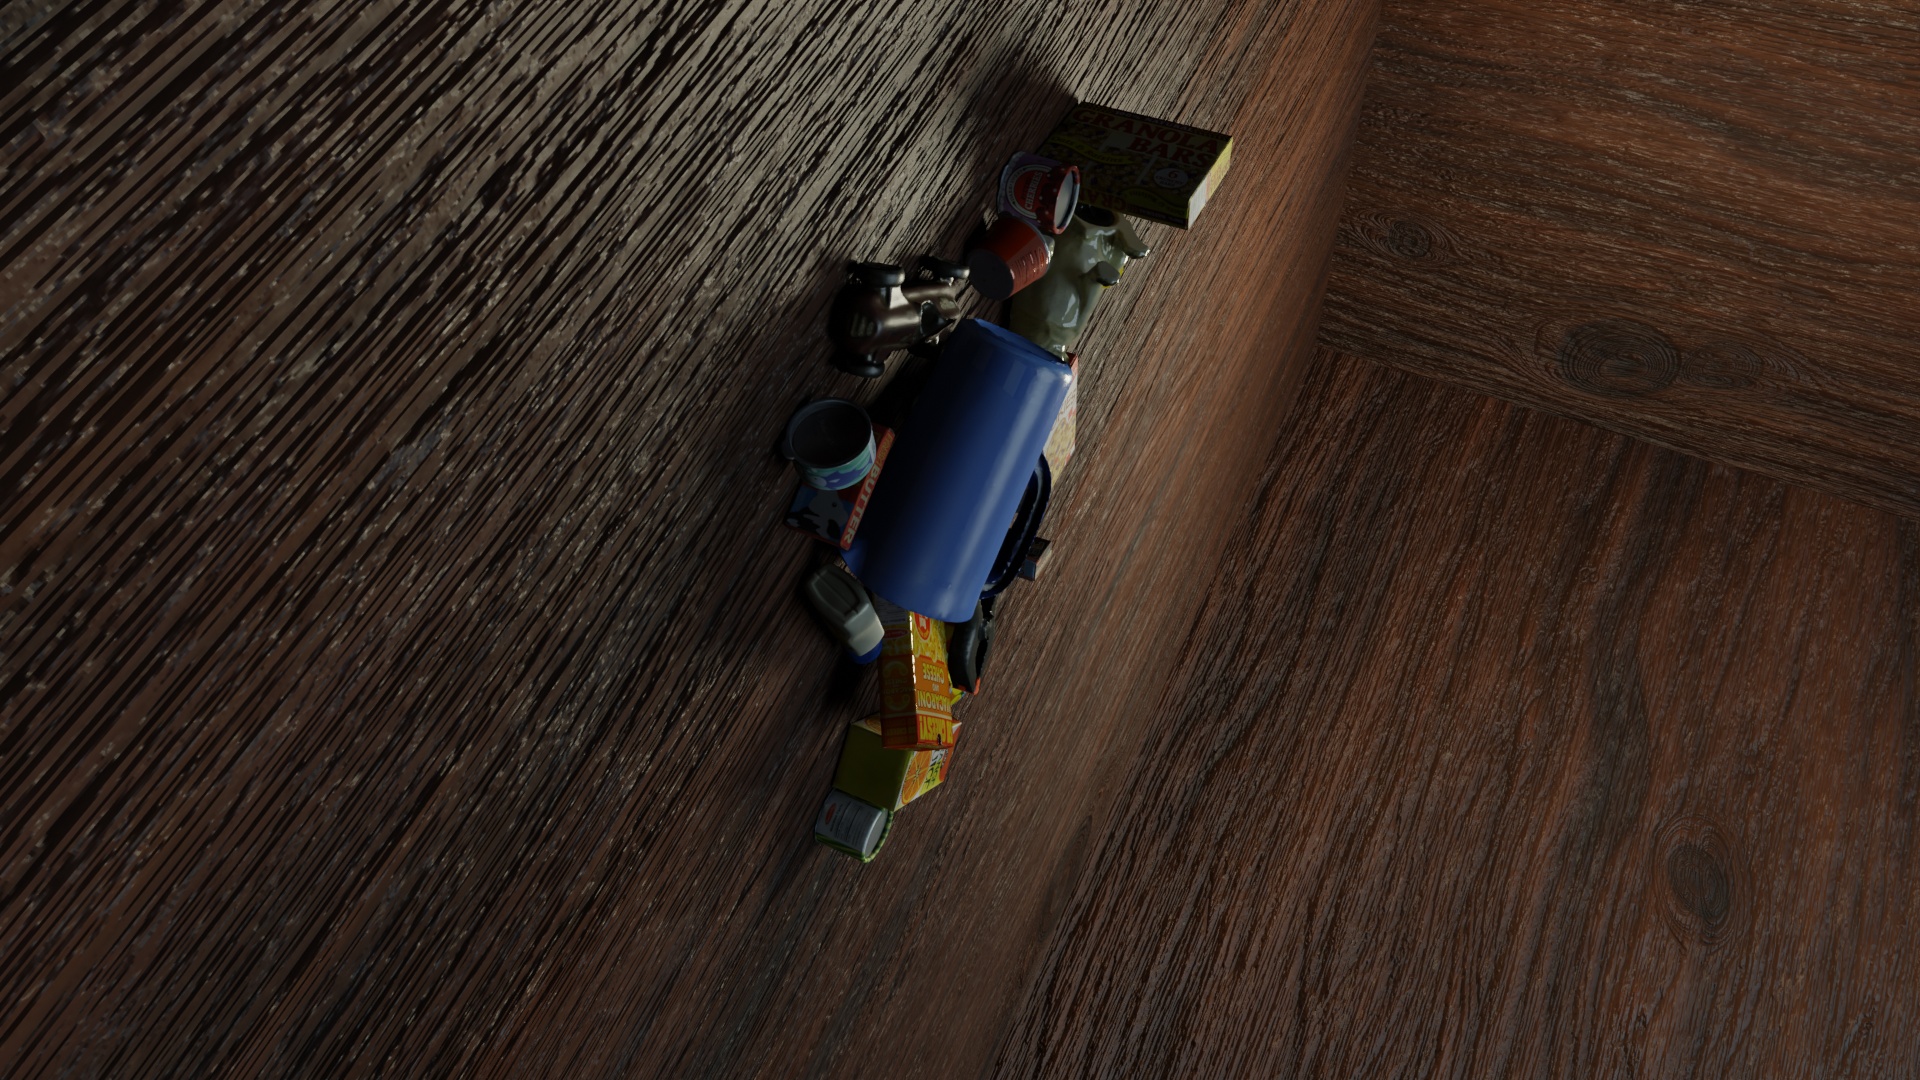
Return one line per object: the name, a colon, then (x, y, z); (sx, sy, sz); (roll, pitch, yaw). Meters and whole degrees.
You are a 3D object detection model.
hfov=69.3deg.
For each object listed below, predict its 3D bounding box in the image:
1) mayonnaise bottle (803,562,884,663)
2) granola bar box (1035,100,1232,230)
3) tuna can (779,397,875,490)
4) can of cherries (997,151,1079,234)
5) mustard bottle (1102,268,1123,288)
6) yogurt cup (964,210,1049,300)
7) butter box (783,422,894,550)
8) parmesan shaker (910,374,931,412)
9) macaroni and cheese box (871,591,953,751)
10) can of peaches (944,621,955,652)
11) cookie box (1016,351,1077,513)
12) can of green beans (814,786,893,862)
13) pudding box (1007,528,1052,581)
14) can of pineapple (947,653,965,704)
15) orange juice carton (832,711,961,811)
mayonnaise bottle: (-0.097, 0.071, 1.228); (0.041, 0.065, 0.147); (-43, 160, -12)
granola bar box: (0.169, -0.373, 1.367); (0.125, 0.166, 0.038); (-56, 157, -38)
tuna can: (-0.100, -0.072, 1.057); (0.071, 0.071, 0.032); (-61, 161, -26)
can of cherries: (0.074, -0.327, 1.308); (0.071, 0.058, 0.071); (-70, 163, 0)
mustard bottle: (0.156, -0.317, 1.581); (0.065, 0.049, 0.160); (-70, 162, 7)
yogurt cup: (0.040, -0.257, 1.280); (0.054, 0.072, 0.072); (-46, 152, -35)
butter box: (-0.096, -0.049, 1.111); (0.024, 0.053, 0.103); (46, 65, -73)
parmesan shaker: (0.007, -0.142, 1.289); (0.103, 0.071, 0.071); (-53, 156, -42)
macaroni and cheese box: (-0.045, 0.119, 1.351); (0.123, 0.040, 0.166); (34, 50, -71)
can of peaches: (-0.009, 0.087, 1.501); (0.071, 0.071, 0.058); (-13, 121, -70)
cookie box: (0.096, -0.125, 1.623); (0.123, 0.040, 0.166); (-59, 159, -32)
can of green beans: (-0.109, 0.291, 1.431); (0.071, 0.058, 0.071); (-56, 158, -37)
pudding box: (0.057, 0.013, 1.585); (0.050, 0.084, 0.030); (-50, 151, -46)
can of pineapple: (-0.030, 0.155, 1.502); (0.058, 0.071, 0.070); (-20, 128, -66)
orange juice carton: (-0.058, 0.224, 1.487); (0.193, 0.073, 0.071); (-8, 116, -71)
